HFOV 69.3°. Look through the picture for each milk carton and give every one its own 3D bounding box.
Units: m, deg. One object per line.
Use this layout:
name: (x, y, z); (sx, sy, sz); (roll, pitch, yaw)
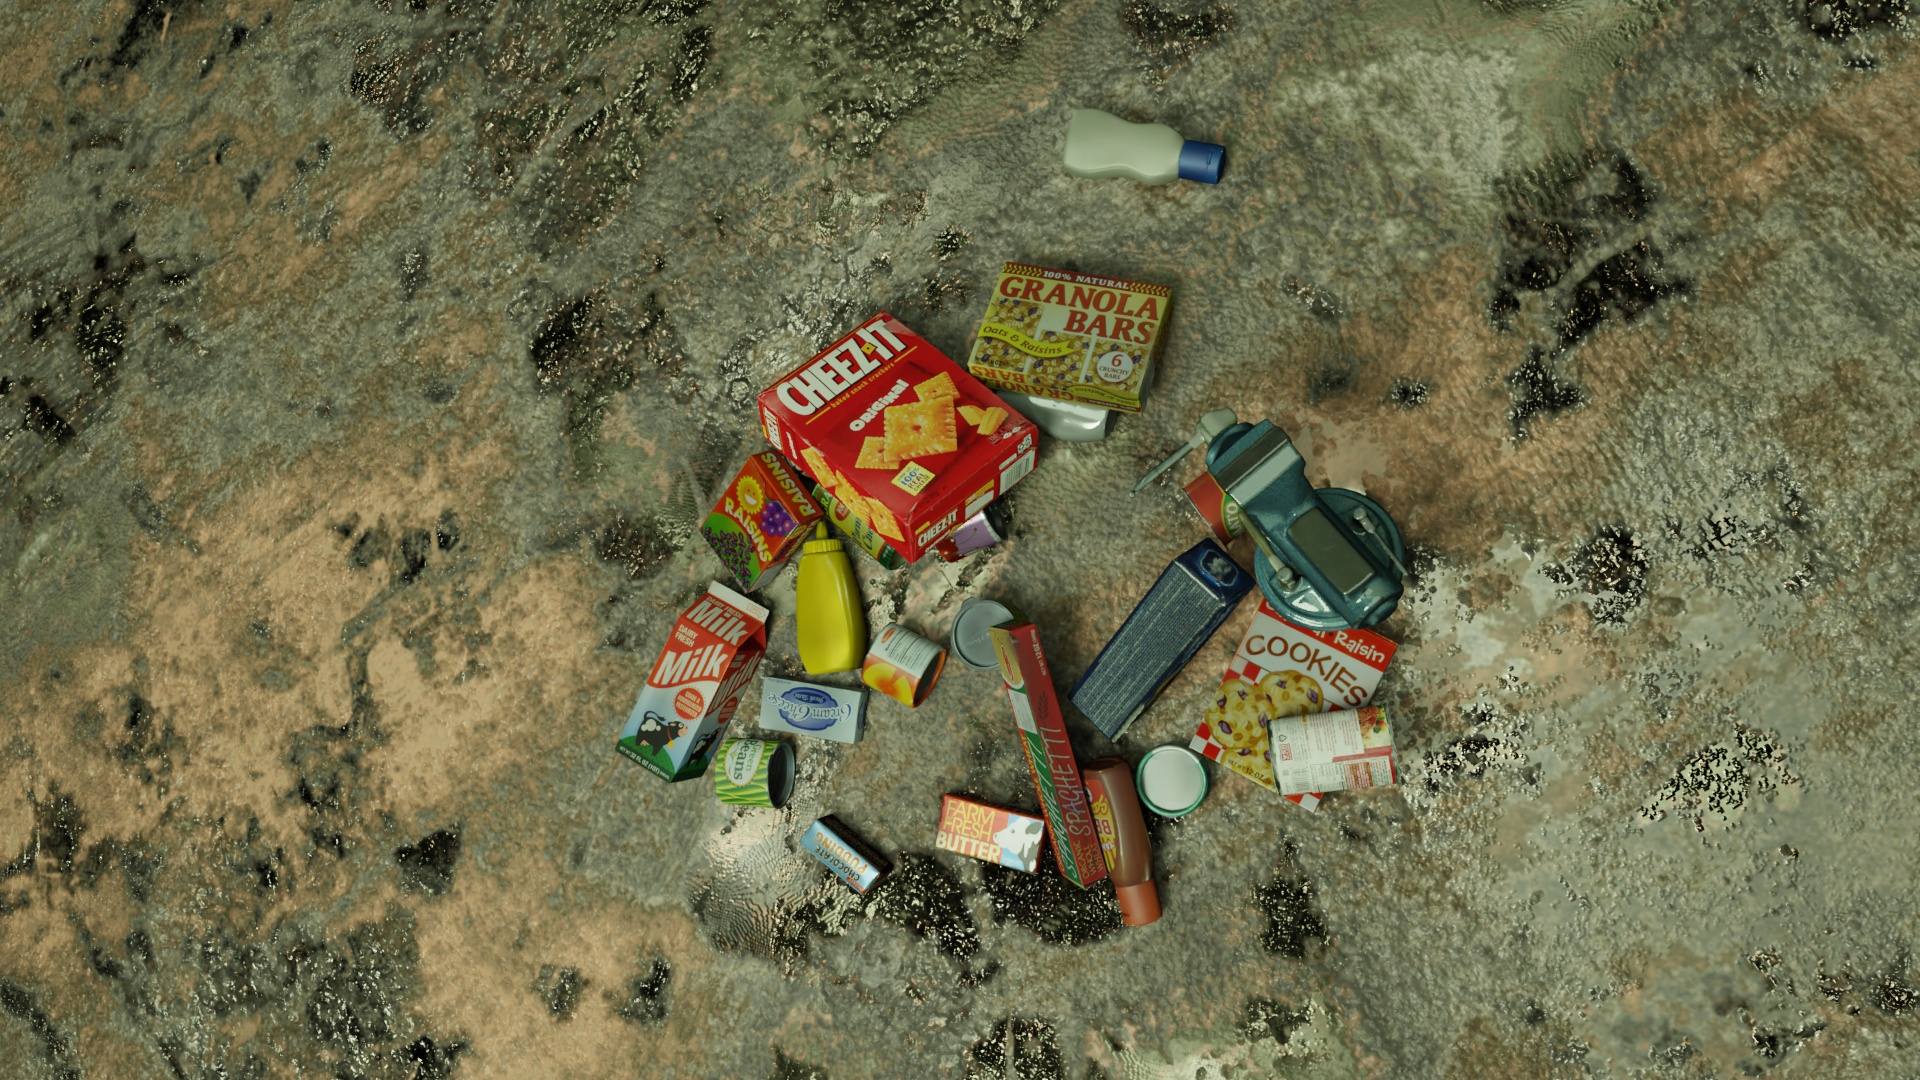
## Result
milk carton: (-0.259, 0.139, 1.381); (0.072, 0.073, 0.190); (27, 93, 16)

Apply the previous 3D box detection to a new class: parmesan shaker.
parmesan shaker: (-0.084, -0.029, 1.347); (0.103, 0.071, 0.071); (40, 97, 14)

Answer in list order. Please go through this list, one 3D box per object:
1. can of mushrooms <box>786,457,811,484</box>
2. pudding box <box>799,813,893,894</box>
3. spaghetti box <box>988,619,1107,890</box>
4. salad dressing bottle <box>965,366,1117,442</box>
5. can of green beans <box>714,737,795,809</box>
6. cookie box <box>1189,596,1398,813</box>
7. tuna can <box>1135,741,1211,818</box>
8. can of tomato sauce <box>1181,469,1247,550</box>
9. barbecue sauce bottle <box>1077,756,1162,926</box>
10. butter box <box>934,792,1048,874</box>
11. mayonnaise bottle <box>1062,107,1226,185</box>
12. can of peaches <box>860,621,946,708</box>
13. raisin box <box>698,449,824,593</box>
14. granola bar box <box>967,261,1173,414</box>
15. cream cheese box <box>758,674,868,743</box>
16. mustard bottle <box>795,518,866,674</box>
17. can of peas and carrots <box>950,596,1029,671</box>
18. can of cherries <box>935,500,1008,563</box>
can of mushrooms: (-0.148, -0.092, 1.369); (0.033, 0.071, 0.071); (-18, 82, 13)
pudding box: (-0.110, 0.303, 1.340); (0.084, 0.049, 0.030); (37, 95, 15)
spaghetti box: (0.080, 0.193, 1.260); (0.029, 0.050, 0.249); (-19, 99, -20)
salad dressing bottle: (0.074, -0.135, 1.323); (0.148, 0.044, 0.064); (16, 87, 17)
can of green beans: (-0.201, 0.228, 1.363); (0.058, 0.071, 0.071); (2, 87, 16)
cookie box: (0.298, 0.139, 1.242); (0.123, 0.040, 0.167); (27, 93, 16)
tuna can: (0.194, 0.221, 1.270); (0.071, 0.033, 0.071); (-1, 86, 16)
can of tomato sauce: (0.254, -0.044, 1.253); (0.083, 0.071, 0.071); (-37, 78, 10)
barbecue sauce bottle: (0.148, 0.274, 1.266); (0.044, 0.065, 0.148); (-16, 91, -19)
butter box: (0.030, 0.276, 1.316); (0.103, 0.024, 0.053); (12, 90, 16)
mayonnaise bottle: (0.174, -0.366, 1.312); (0.148, 0.041, 0.064); (14, 92, 15)
can of peaches: (-0.054, 0.121, 1.331); (0.058, 0.071, 0.071); (25, 93, 15)
raisin box: (-0.197, -0.018, 1.363); (0.086, 0.040, 0.122); (53, 130, 13)
granola bar box: (0.104, -0.192, 1.296); (0.165, 0.039, 0.125); (12, 65, 16)
cream cheese box: (-0.145, 0.167, 1.373); (0.104, 0.024, 0.053); (7, 90, 16)
mustard bottle: (-0.130, 0.050, 1.364); (0.065, 0.049, 0.160); (-7, 84, 17)
can of peas and carrots: (0.029, 0.087, 1.312); (0.071, 0.059, 0.071); (-1, 86, 16)
can of cherries: (0.005, -0.017, 1.323); (0.058, 0.071, 0.071); (-25, 80, 13)
